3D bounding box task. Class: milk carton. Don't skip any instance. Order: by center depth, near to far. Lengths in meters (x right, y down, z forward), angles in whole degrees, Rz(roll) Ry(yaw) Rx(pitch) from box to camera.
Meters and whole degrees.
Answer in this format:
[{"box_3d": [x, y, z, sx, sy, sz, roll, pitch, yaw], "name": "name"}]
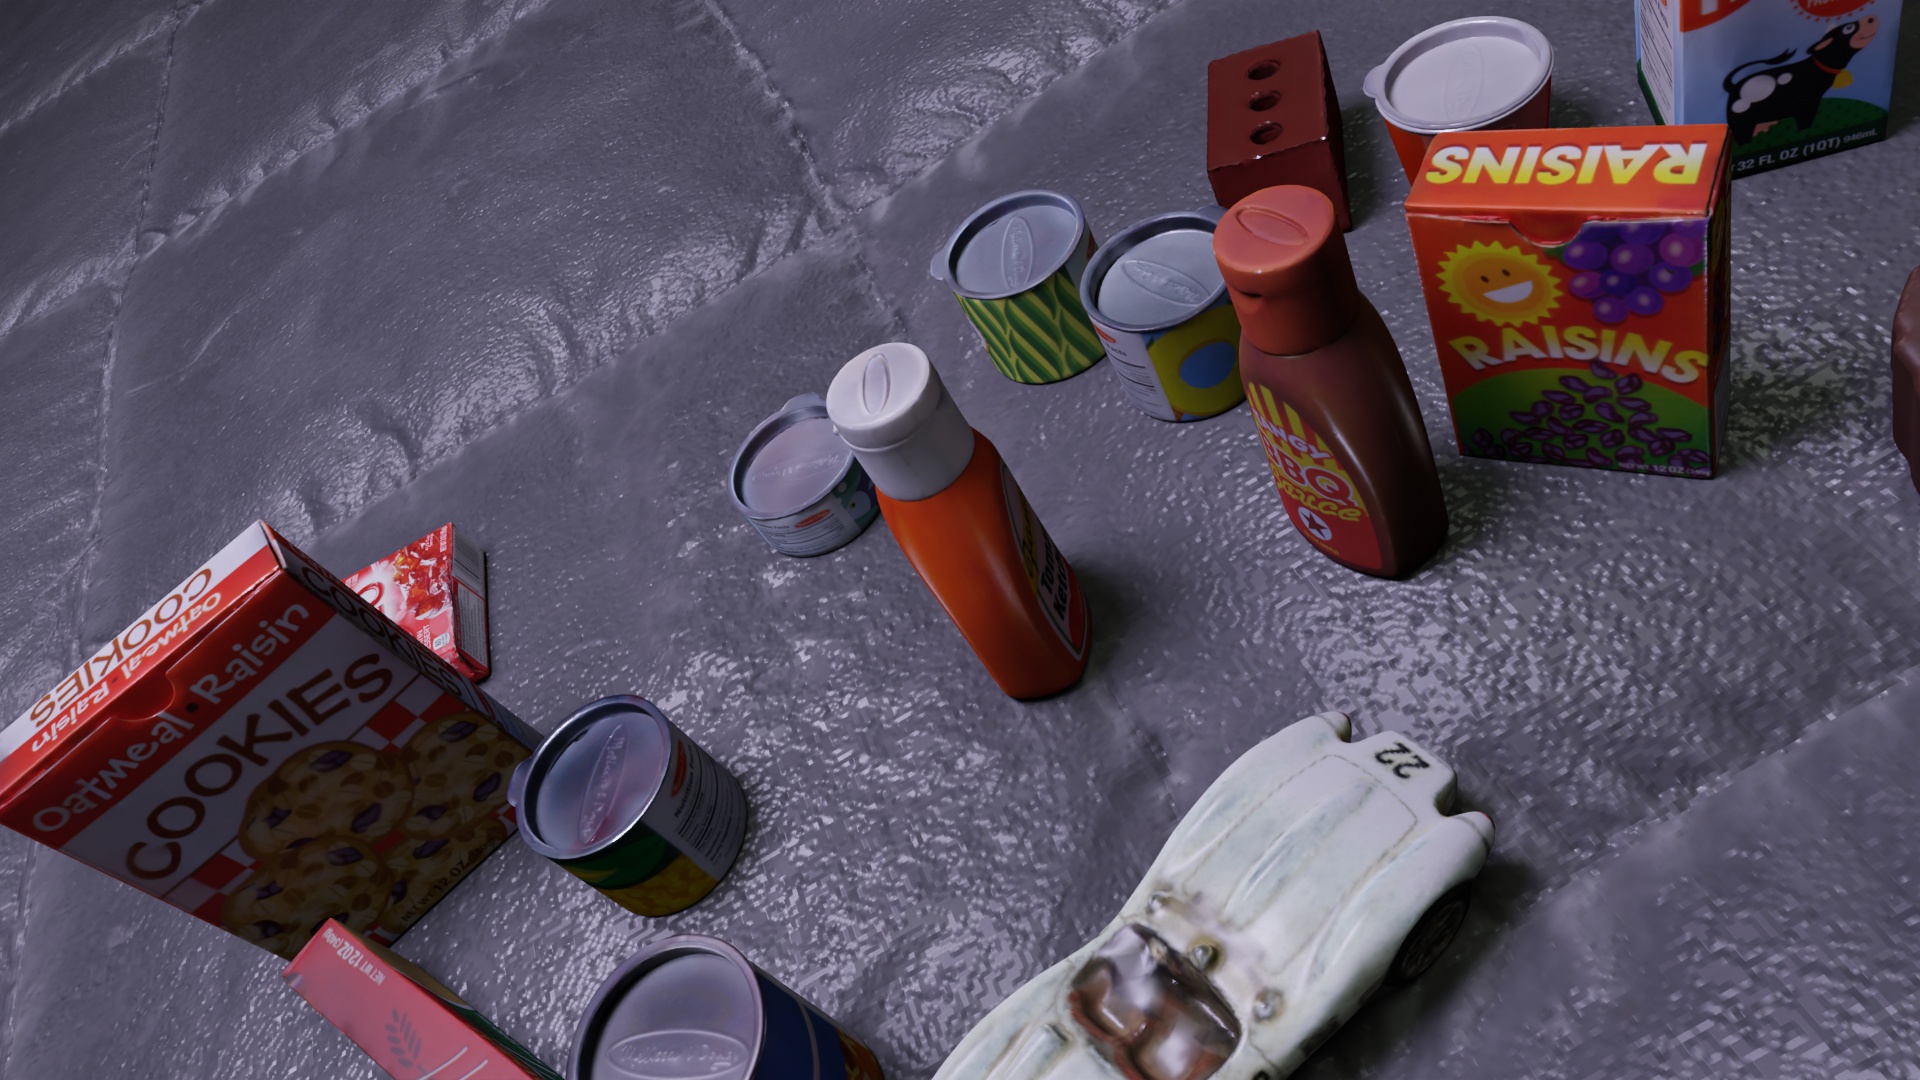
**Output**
[{"box_3d": [0.278, -0.224, 0.481, 0.072, 0.190, 0.074, -13, 50, 20], "name": "milk carton"}]

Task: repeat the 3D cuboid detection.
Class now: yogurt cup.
[{"box_3d": [0.209, -0.173, 0.572, 0.072, 0.053, 0.073, -15, 49, 18], "name": "yogurt cup"}]

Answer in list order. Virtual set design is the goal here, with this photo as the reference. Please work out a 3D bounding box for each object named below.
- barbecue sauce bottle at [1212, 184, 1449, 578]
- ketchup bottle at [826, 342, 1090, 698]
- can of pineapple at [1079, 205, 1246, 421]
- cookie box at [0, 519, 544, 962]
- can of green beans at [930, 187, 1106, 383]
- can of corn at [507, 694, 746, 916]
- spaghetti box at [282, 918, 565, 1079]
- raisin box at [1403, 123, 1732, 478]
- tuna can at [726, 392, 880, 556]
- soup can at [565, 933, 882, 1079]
[{"box_3d": [0.120, -0.050, 0.456, 0.044, 0.148, 0.065, -42, 47, -7], "name": "barbecue sauce bottle"}, {"box_3d": [0.002, -0.006, 0.484, 0.043, 0.148, 0.065, -18, 48, 15], "name": "ketchup bottle"}, {"box_3d": [0.091, -0.092, 0.568, 0.071, 0.057, 0.071, -15, 49, 18], "name": "can of pineapple"}, {"box_3d": [-0.251, 0.088, 0.531, 0.123, 0.167, 0.040, -43, 47, -8], "name": "cookie box"}, {"box_3d": [0.033, -0.112, 0.615, 0.071, 0.057, 0.071, -15, 49, 18], "name": "can of green beans"}, {"box_3d": [-0.126, 0.102, 0.528, 0.071, 0.058, 0.071, -15, 49, 18], "name": "can of corn"}, {"box_3d": [-0.144, 0.196, 0.467, 0.250, 0.050, 0.029, 17, 64, 37], "name": "spaghetti box"}, {"box_3d": [0.199, -0.074, 0.450, 0.086, 0.123, 0.040, 10, 60, 34], "name": "raisin box"}, {"box_3d": [-0.067, -0.029, 0.620, 0.071, 0.032, 0.071, -15, 49, 18], "name": "tuna can"}, {"box_3d": [-0.070, 0.170, 0.425, 0.071, 0.083, 0.072, -15, 49, 18], "name": "soup can"}]
